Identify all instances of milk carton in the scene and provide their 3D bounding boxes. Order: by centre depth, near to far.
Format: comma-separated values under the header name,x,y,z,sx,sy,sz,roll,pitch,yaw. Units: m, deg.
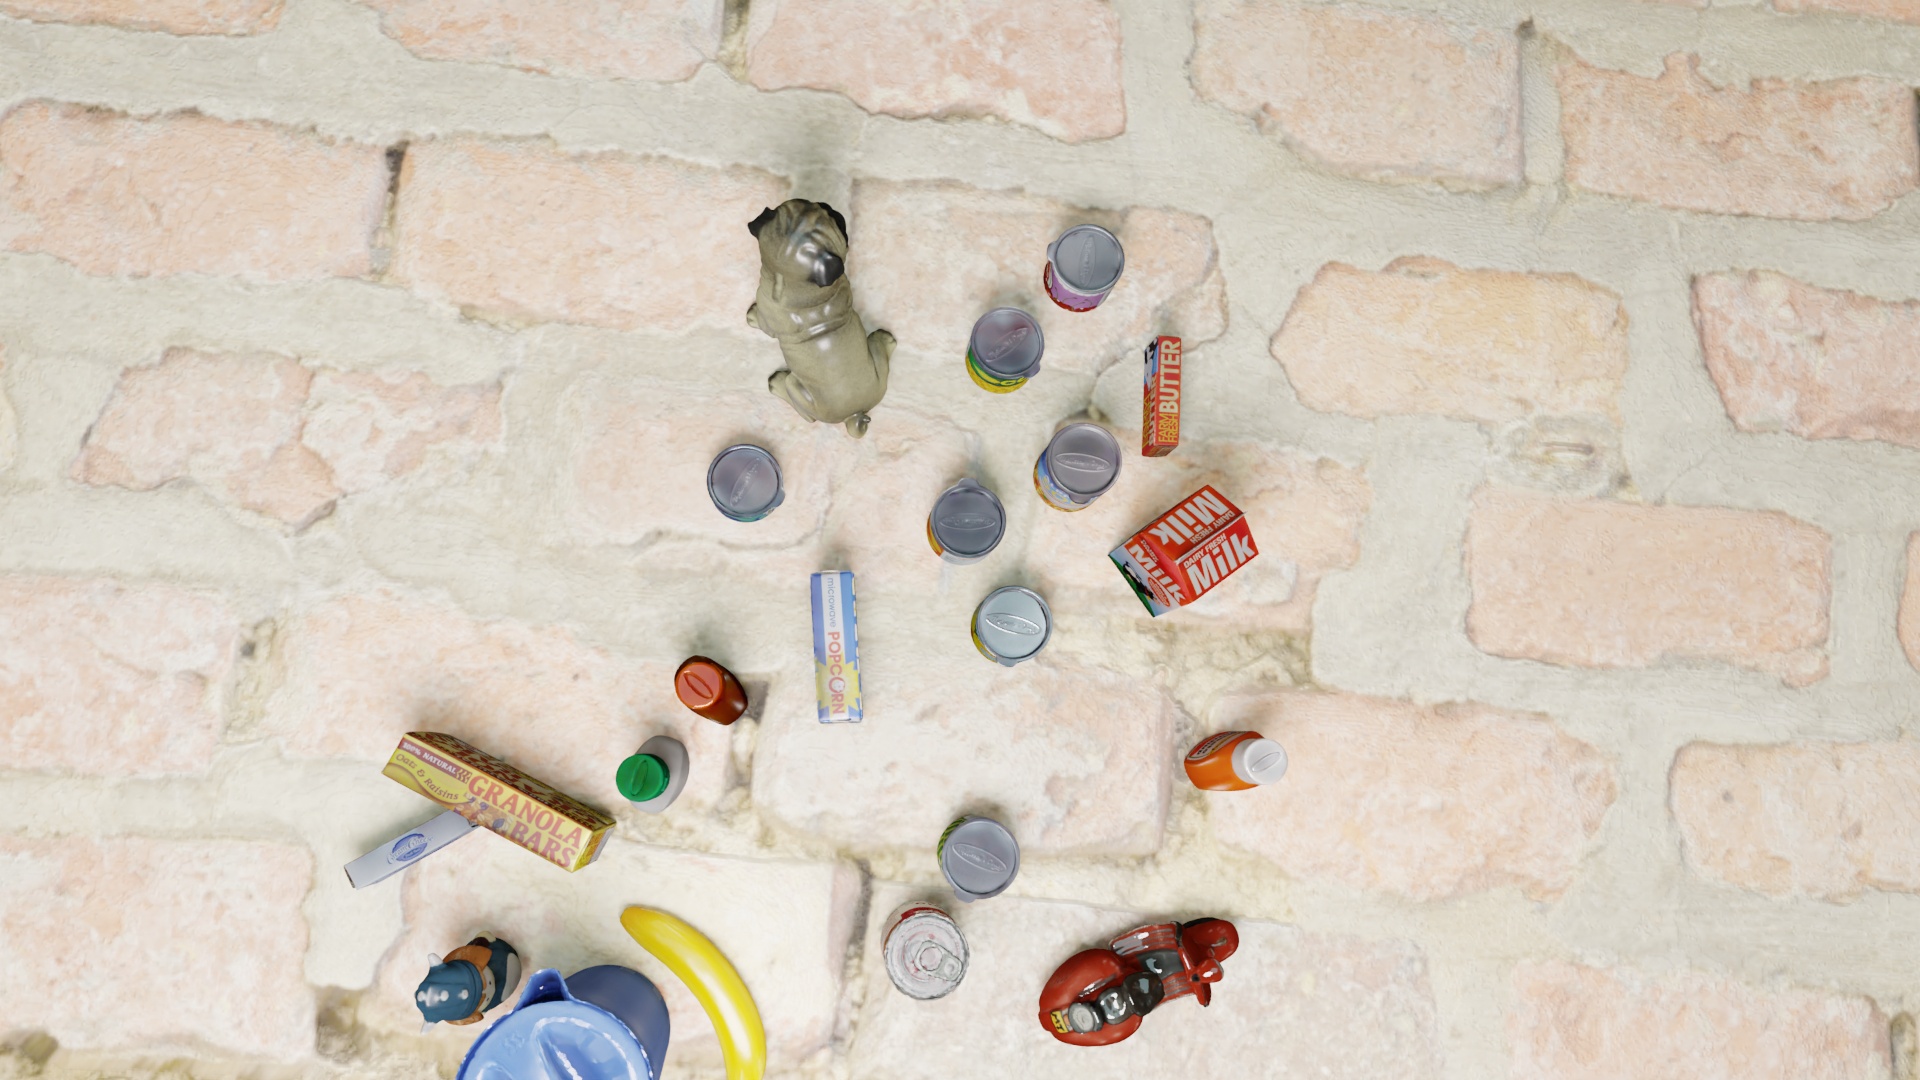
name,x,y,z,sx,sy,sz,roll,pitch,yaw
milk carton,0.189,0.009,1.172,0.072,0.190,0.073,-35,86,-9

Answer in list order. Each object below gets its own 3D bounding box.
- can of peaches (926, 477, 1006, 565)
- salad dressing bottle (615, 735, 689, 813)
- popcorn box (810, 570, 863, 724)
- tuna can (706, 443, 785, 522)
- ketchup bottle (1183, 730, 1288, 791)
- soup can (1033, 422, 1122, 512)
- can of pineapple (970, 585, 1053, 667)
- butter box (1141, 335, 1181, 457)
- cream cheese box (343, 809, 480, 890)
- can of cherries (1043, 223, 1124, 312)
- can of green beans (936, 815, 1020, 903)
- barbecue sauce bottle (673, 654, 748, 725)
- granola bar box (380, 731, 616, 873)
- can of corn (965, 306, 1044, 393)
name,x,y,z,sx,sy,sz,roll,pitch,yaw
can of peaches,0.004,-0.015,1.225,0.071,0.058,0.071,1,81,-5
salad dressing bottle,-0.249,0.190,1.122,0.044,0.147,0.064,17,80,-3
popcorn box,-0.106,0.093,1.183,0.038,0.085,0.127,-3,82,-6
tuna can,-0.187,-0.049,1.224,0.071,0.032,0.071,1,81,-5
ketchup bottle,0.236,0.186,1.169,0.065,0.148,0.043,-29,85,-9
soup can,0.101,-0.060,1.228,0.071,0.083,0.071,1,81,-5
can of pineapple,0.043,0.076,1.214,0.071,0.057,0.071,1,81,-5
butter box,0.183,-0.130,1.263,0.024,0.053,0.103,4,81,-5
cream cheese box,-0.446,0.249,1.141,0.104,0.053,0.024,-28,85,-9
can of cherries,0.110,-0.249,1.272,0.071,0.058,0.071,1,81,-5
can of green beans,0.014,0.268,1.181,0.071,0.057,0.071,1,81,-5
barbecue sauce bottle,-0.207,0.121,1.136,0.065,0.148,0.044,43,80,2
granola bar box,-0.366,0.208,1.119,0.165,0.124,0.039,28,80,-1
can of corn,0.041,-0.169,1.253,0.071,0.058,0.071,1,81,-5
